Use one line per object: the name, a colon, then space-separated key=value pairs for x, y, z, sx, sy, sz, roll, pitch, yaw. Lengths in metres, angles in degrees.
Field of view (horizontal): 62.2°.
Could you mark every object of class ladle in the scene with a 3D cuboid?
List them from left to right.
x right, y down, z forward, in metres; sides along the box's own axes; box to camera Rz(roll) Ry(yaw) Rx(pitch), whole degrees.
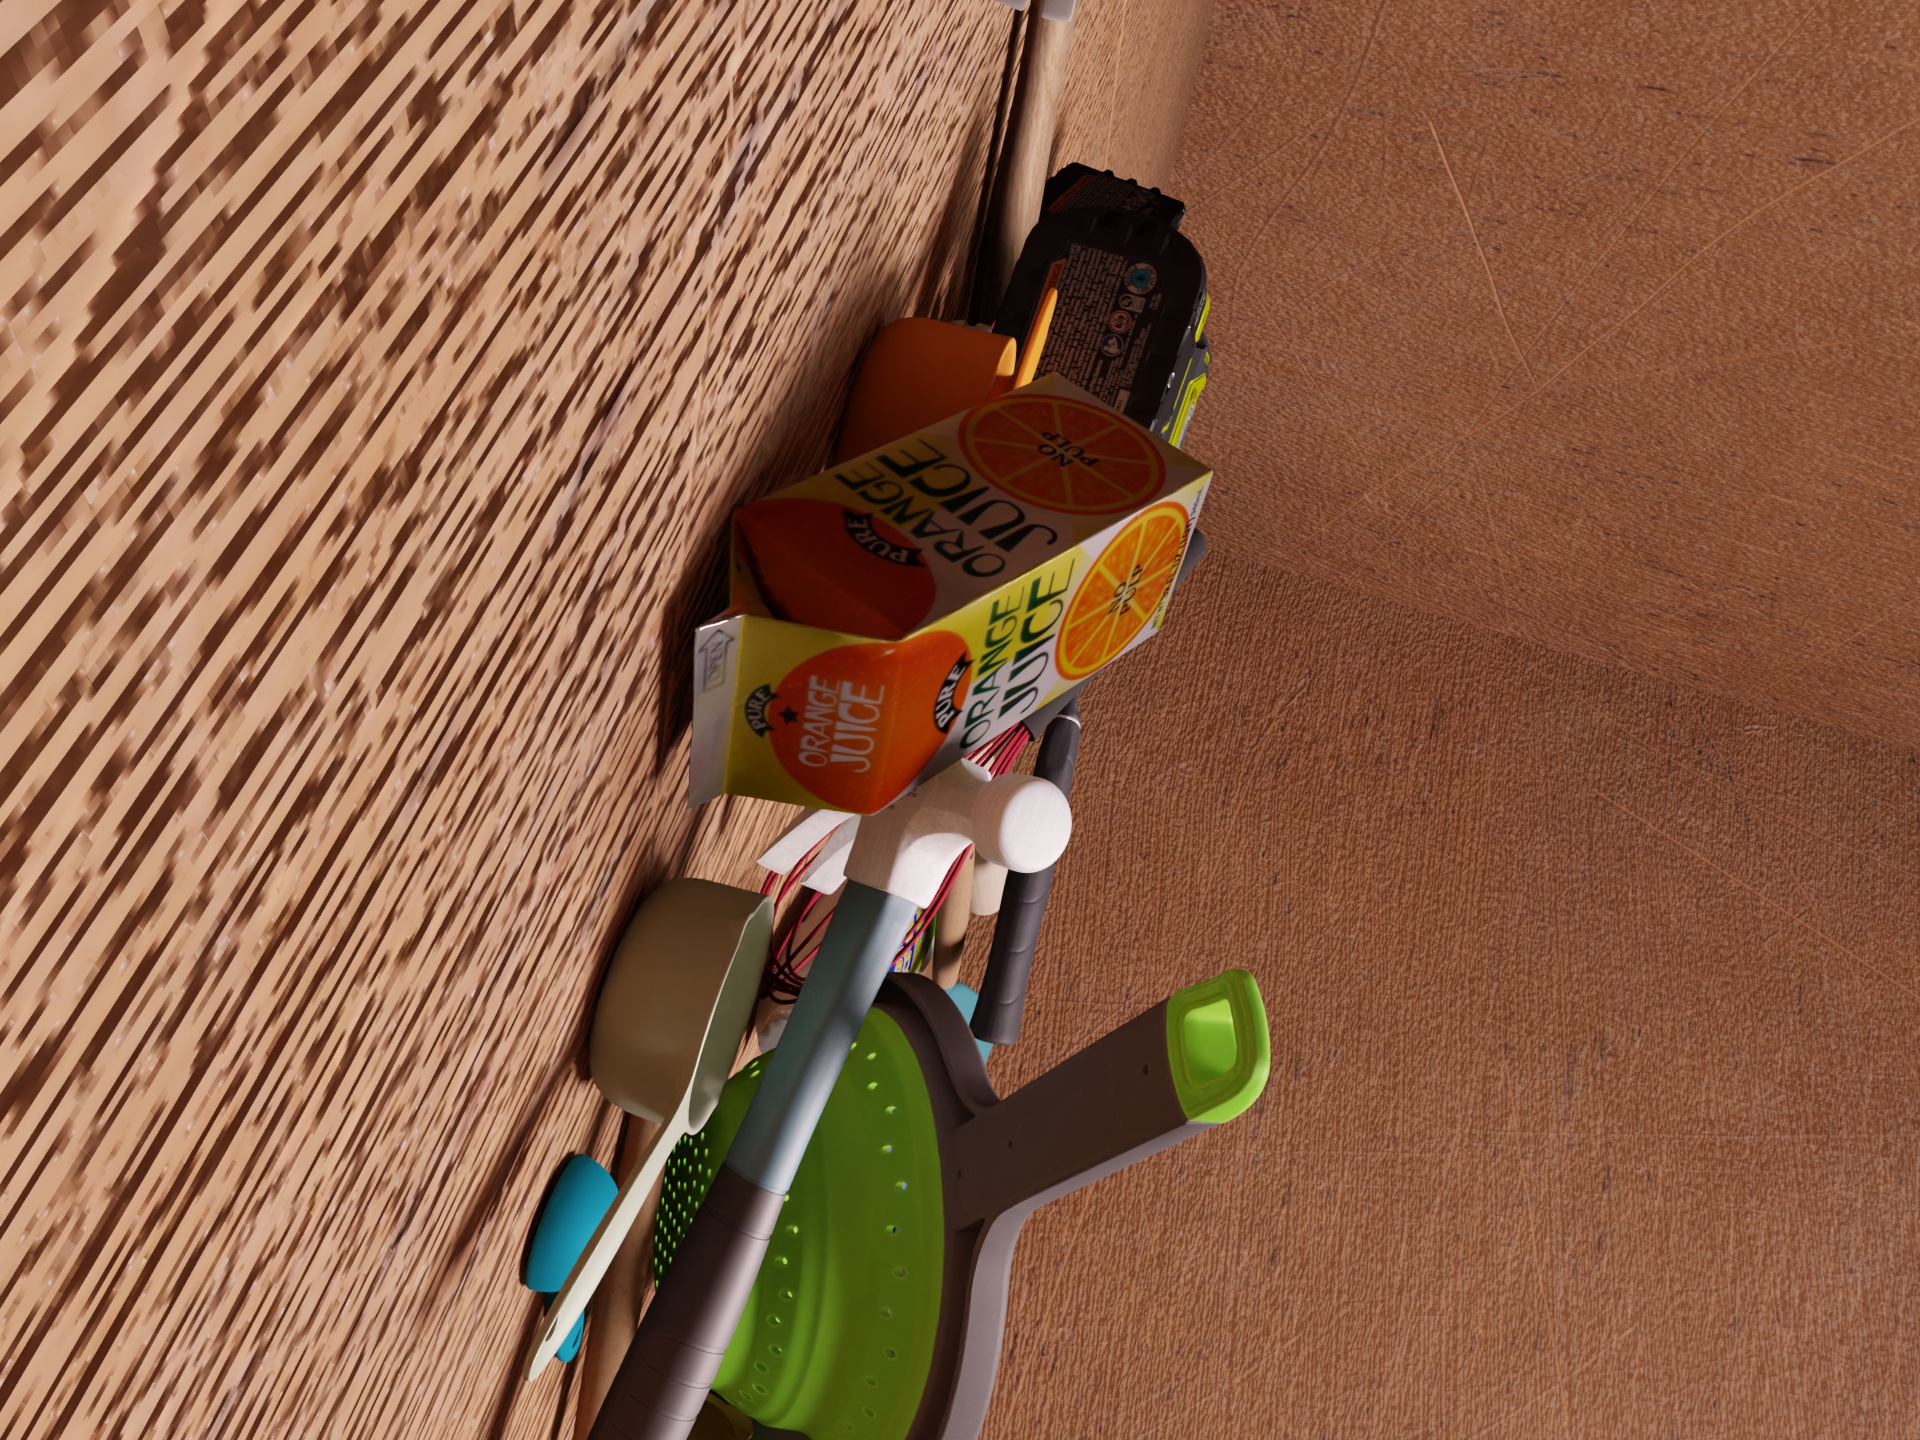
ladle: x=-0.126 y=0.270 z=0.602 sx=0.078 sy=0.062 sz=0.320 roll=-116 pitch=-144 yaw=-70

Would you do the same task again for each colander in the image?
colander: x=-0.032 y=0.163 z=0.558 sx=0.397 sy=0.094 sz=0.205 roll=131 pitch=-40 yaw=-53

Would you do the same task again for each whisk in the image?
whisk: x=0.012 y=0.015 z=0.720 sx=0.296 sy=0.073 sz=0.073 roll=-46 pitch=169 yaw=-13

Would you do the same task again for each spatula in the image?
spatula: x=0.002 y=0.147 z=0.953 sx=0.317 sy=0.044 sz=0.082 roll=95 pitch=20 yaw=-58

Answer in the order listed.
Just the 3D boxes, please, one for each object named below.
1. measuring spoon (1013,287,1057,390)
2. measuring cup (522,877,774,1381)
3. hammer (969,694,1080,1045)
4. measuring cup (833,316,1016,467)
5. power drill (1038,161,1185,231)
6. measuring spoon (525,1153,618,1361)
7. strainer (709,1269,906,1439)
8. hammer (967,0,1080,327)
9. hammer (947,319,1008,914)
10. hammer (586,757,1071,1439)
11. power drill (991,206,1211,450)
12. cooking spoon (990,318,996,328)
measuring spoon: x=0.024 y=-0.118 z=0.621 sx=0.021 sy=0.011 sz=0.117 roll=92 pitch=15 yaw=-74
measuring cup: x=-0.099 y=0.110 z=0.456 sx=0.168 sy=0.038 sz=0.083 roll=-65 pitch=171 yaw=-53
hammer: x=0.067 y=-0.012 z=0.935 sx=0.149 sy=0.036 sz=0.409 roll=89 pitch=15 yaw=-79
measuring cup: x=-0.027 y=-0.068 z=0.607 sx=0.095 sy=0.052 sz=0.173 roll=-58 pitch=166 yaw=-76
power drill: x=0.052 y=-0.201 z=0.966 sx=0.191 sy=0.080 sz=0.228 roll=-55 pitch=166 yaw=-50
measuring spoon: x=-0.122 y=0.186 z=0.523 sx=0.128 sy=0.021 sz=0.042 roll=102 pitch=6 yaw=-48
strainer: x=-0.109 y=0.326 z=0.827 sx=0.256 sy=0.069 sz=0.151 roll=-39 pitch=-171 yaw=46
hammer: x=0.027 y=-0.248 z=0.744 sx=0.130 sy=0.031 sz=0.331 roll=-70 pitch=175 yaw=-46
hammer: x=-0.001 y=-0.003 z=0.832 sx=0.410 sy=0.038 sz=0.146 roll=83 pitch=23 yaw=-54
hammer: x=-0.072 y=0.161 z=0.515 sx=0.128 sy=0.033 sz=0.331 roll=11 pitch=-105 yaw=57
power drill: x=0.065 y=-0.130 z=0.749 sx=0.223 sy=0.080 sz=0.171 roll=25 pitch=84 yaw=-79
cooking spoon: x=0.019 y=-0.116 z=0.860 sx=0.069 sy=0.017 sz=0.318 roll=-38 pitch=161 yaw=-23
